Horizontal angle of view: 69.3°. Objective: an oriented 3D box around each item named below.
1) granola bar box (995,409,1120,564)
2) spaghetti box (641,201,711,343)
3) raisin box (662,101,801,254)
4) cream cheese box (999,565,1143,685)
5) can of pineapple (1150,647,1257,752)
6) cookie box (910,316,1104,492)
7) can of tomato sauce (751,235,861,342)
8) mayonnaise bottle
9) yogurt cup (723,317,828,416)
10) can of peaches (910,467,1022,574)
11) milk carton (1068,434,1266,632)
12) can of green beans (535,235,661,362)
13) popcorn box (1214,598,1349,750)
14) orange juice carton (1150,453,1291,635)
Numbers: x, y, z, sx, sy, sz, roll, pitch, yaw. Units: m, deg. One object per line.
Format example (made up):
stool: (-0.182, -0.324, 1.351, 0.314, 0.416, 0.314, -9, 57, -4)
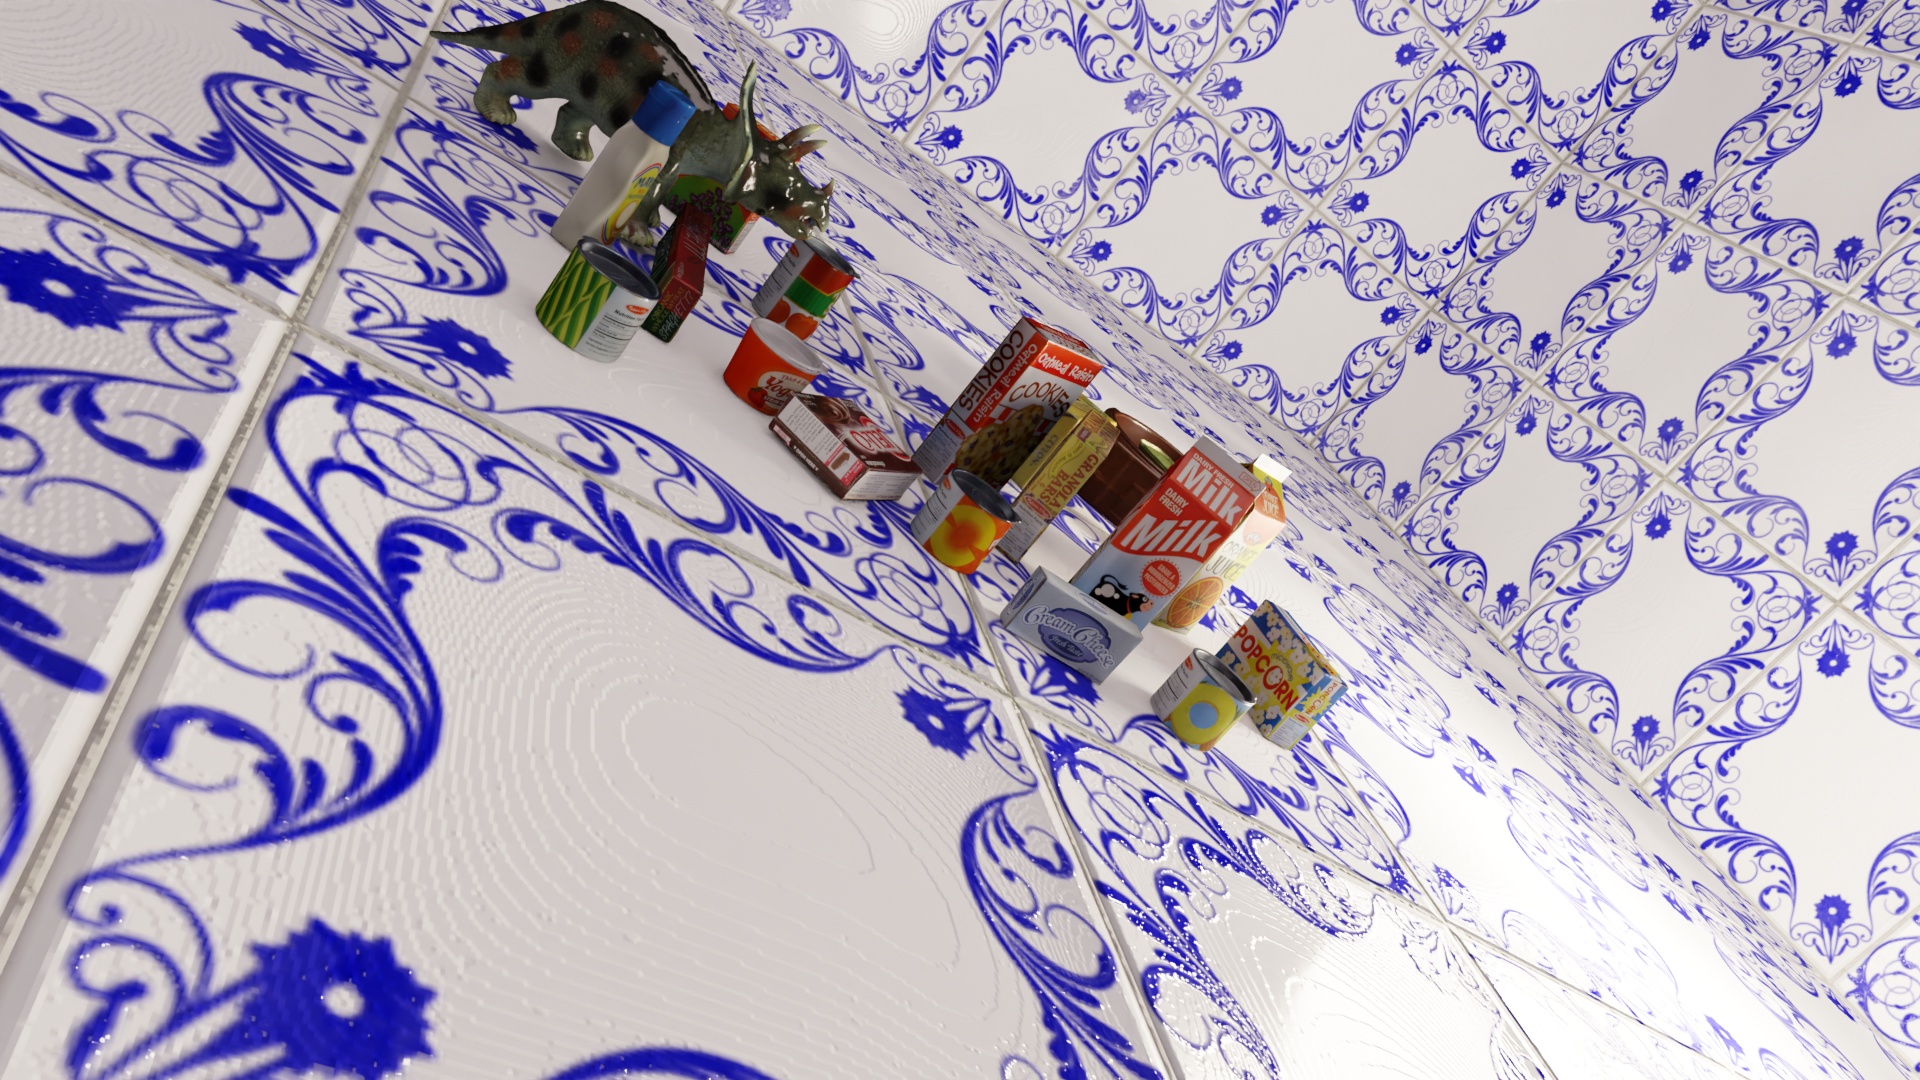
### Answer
granola bar box: (0.087, -0.053, 1.269, 0.039, 0.124, 0.166, 40, 16, 1)
spaghetti box: (-0.237, -0.231, 1.170, 0.028, 0.050, 0.251, 33, 18, -22)
raisin box: (-0.231, -0.364, 1.400, 0.086, 0.123, 0.040, 39, 16, -1)
cream cheese box: (0.086, 0.067, 1.079, 0.104, 0.053, 0.024, 32, 18, -23)
can of pineapple: (0.201, 0.133, 1.144, 0.071, 0.057, 0.071, 36, 17, -12)
cookie box: (0.044, -0.121, 1.277, 0.040, 0.167, 0.123, 47, 18, 23)
can of tomato sauce: (-0.148, -0.240, 1.326, 0.071, 0.083, 0.071, 36, 17, -12)
mayonnaise bottle: (-0.265, -0.293, 1.103, 0.041, 0.147, 0.065, 40, 16, 0)
yogurt cup: (-0.151, -0.136, 1.101, 0.072, 0.053, 0.072, 36, 17, -12)
can of peaches: (0.004, -0.014, 1.106, 0.071, 0.058, 0.071, 36, 17, -12)
milk carton: (0.172, 0.002, 1.189, 0.072, 0.190, 0.073, 40, 16, 1)
can of green beans: (-0.250, -0.165, 0.959, 0.071, 0.057, 0.071, 36, 17, -12)
popcorn box: (0.303, 0.127, 1.330, 0.038, 0.085, 0.127, 29, 19, -31)
orange juice carton: (0.246, -0.005, 1.361, 0.072, 0.192, 0.073, 20, 25, -50)
